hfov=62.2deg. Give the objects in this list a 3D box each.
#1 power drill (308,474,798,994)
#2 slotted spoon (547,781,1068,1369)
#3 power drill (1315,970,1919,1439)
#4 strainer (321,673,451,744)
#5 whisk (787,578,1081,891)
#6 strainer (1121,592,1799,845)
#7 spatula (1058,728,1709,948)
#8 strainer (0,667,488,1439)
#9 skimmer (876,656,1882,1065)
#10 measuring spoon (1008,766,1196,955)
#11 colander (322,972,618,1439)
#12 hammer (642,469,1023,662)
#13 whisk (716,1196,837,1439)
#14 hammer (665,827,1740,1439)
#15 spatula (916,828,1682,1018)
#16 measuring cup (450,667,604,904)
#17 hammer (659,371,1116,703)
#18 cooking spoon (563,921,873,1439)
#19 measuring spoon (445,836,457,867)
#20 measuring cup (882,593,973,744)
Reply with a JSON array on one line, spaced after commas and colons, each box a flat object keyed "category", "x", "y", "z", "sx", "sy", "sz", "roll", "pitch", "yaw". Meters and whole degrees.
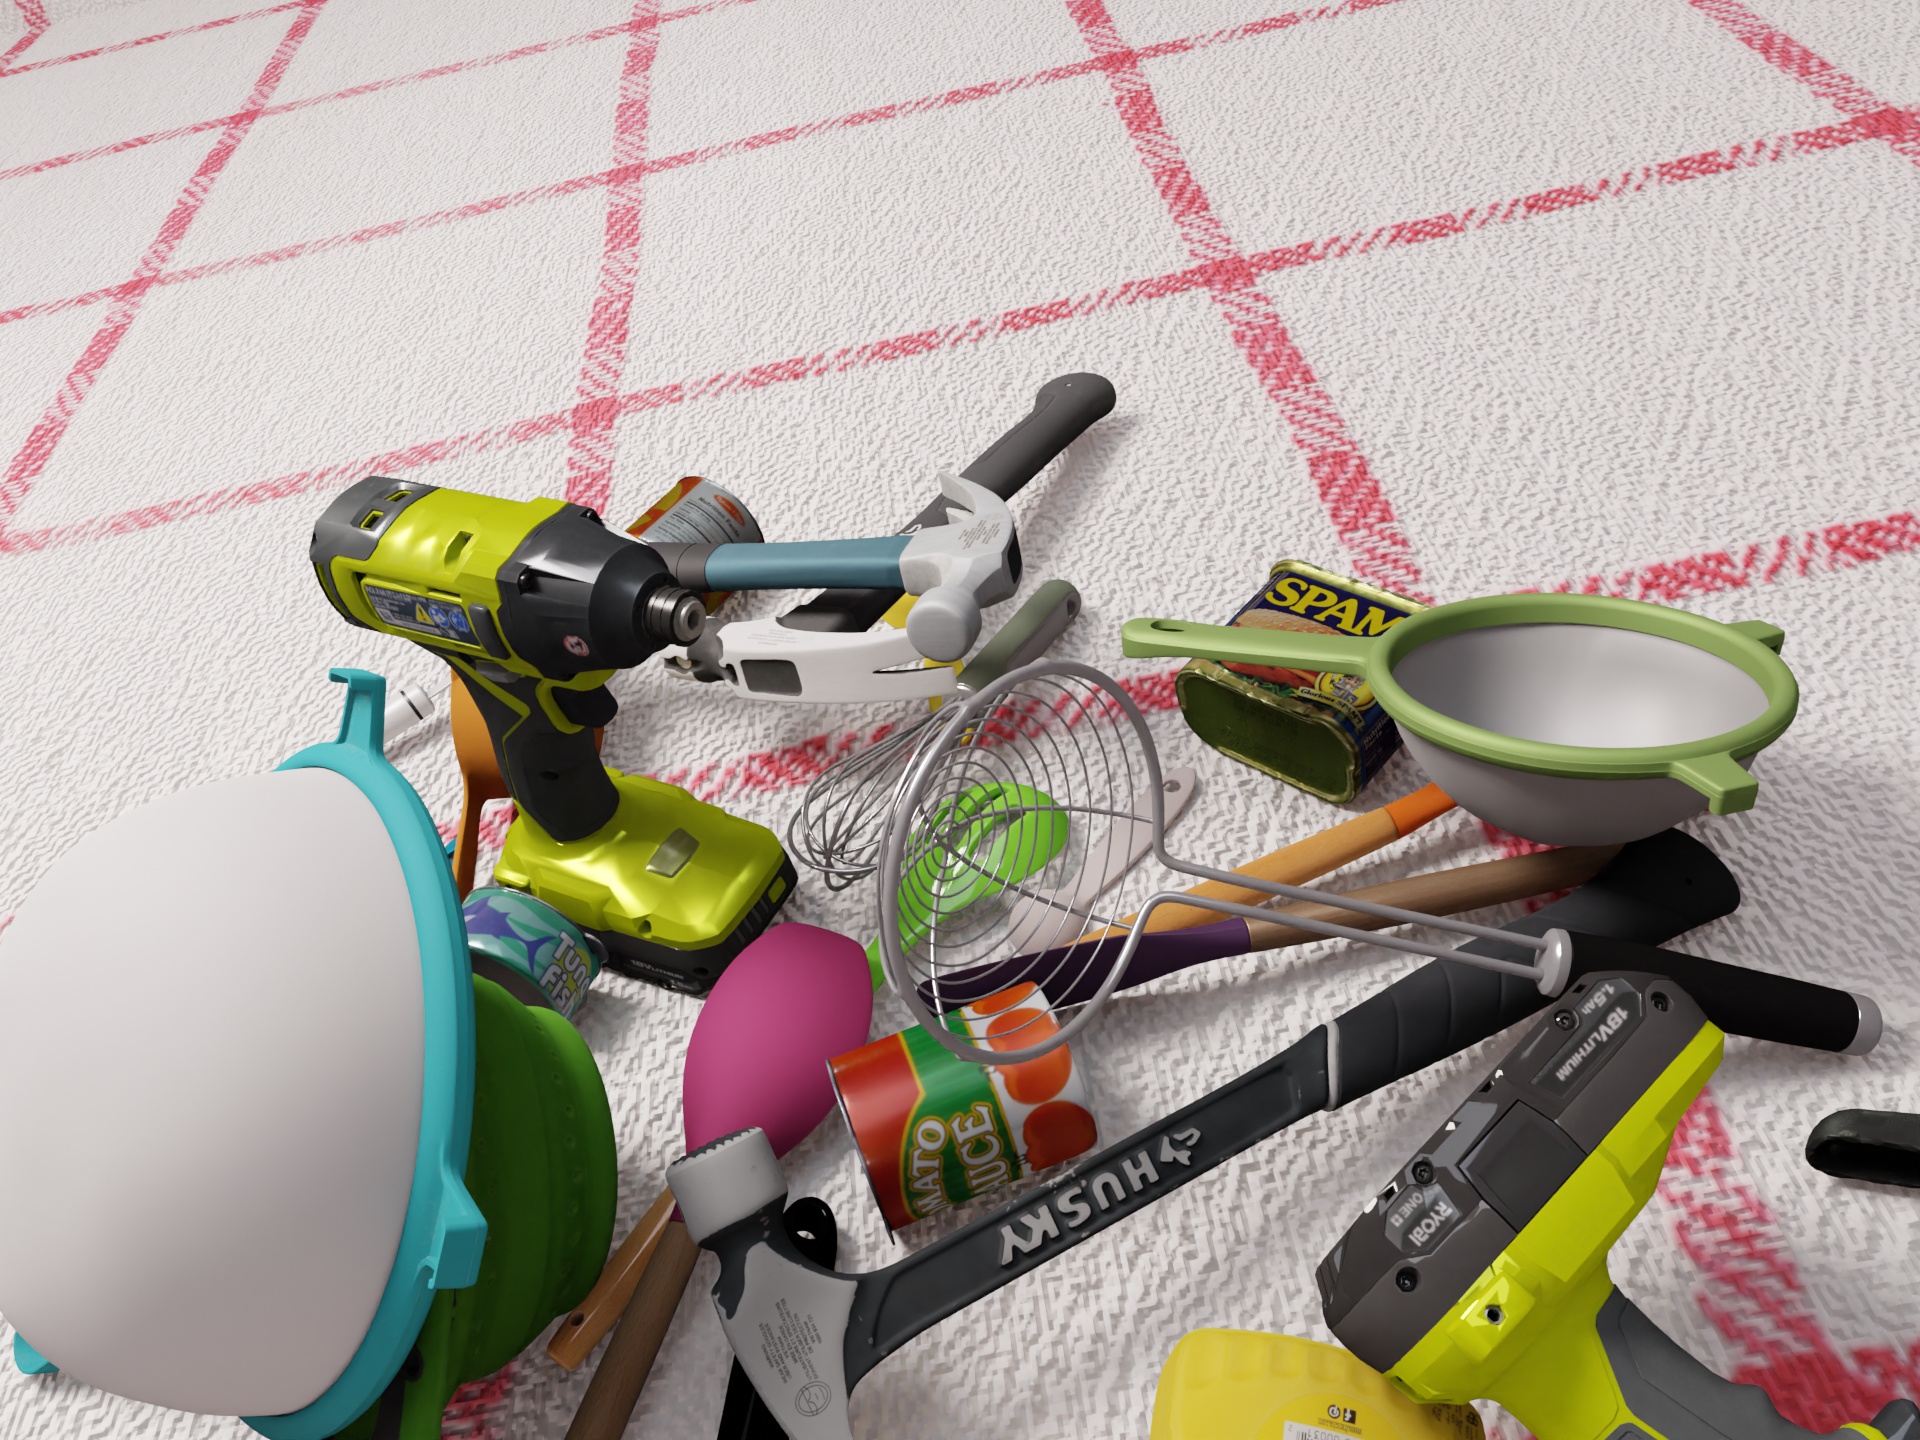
[{"category": "power drill", "x": -0.153, "y": 0.008, "z": 0.655, "sx": 0.171, "sy": 0.223, "sz": 0.080, "roll": 13, "pitch": 49, "yaw": 27}, {"category": "slotted spoon", "x": -0.055, "y": 0.127, "z": 0.647, "sx": 0.070, "sy": 0.031, "sz": 0.314, "roll": 14, "pitch": 50, "yaw": 37}, {"category": "power drill", "x": 0.231, "y": 0.178, "z": 0.422, "sx": 0.190, "sy": 0.080, "sz": 0.229, "roll": -41, "pitch": 67, "yaw": -14}, {"category": "strainer", "x": -0.284, "y": -0.014, "z": 0.856, "sx": 0.258, "sy": 0.050, "sz": 0.087, "roll": -36, "pitch": 26, "yaw": -15}, {"category": "whisk", "x": -0.001, "y": -0.002, "z": 0.743, "sx": 0.059, "sy": 0.057, "sz": 0.246, "roll": 14, "pitch": 39, "yaw": 25}, {"category": "strainer", "x": 0.184, "y": 0.001, "z": 0.629, "sx": 0.256, "sy": 0.069, "sz": 0.151, "roll": 8, "pitch": 28, "yaw": 27}, {"category": "spatula", "x": 0.159, "y": 0.059, "z": 0.666, "sx": 0.322, "sy": 0.041, "sz": 0.081, "roll": -23, "pitch": 43, "yaw": -4}, {"category": "strainer", "x": -0.275, "y": 0.142, "z": 0.502, "sx": 0.340, "sy": 0.095, "sz": 0.211, "roll": -41, "pitch": 56, "yaw": 32}, {"category": "skimmer", "x": 0.149, "y": 0.072, "z": 0.513, "sx": 0.363, "sy": 0.127, "sz": 0.090, "roll": 12, "pitch": -1, "yaw": -7}, {"category": "measuring spoon", "x": 0.065, "y": 0.056, "z": 0.696, "sx": 0.034, "sy": 0.018, "sz": 0.124, "roll": 24, "pitch": 55, "yaw": 35}, {"category": "colander", "x": -0.233, "y": 0.145, "z": 0.626, "sx": 0.094, "sy": 0.204, "sz": 0.397, "roll": 2, "pitch": 10, "yaw": -38}, {"category": "hammer", "x": -0.127, "y": -0.072, "z": 0.755, "sx": 0.331, "sy": 0.033, "sz": 0.128, "roll": 1, "pitch": 34, "yaw": 23}, {"category": "whisk", "x": -0.076, "y": 0.254, "z": 0.502, "sx": 0.055, "sy": 0.055, "sz": 0.239, "roll": -2, "pitch": 39, "yaw": 14}, {"category": "hammer", "x": 0.115, "y": 0.134, "z": 0.553, "sx": 0.409, "sy": 0.036, "sz": 0.149, "roll": -22, "pitch": 80, "yaw": -19}, {"category": "spatula", "x": 0.138, "y": 0.081, "z": 0.632, "sx": 0.316, "sy": 0.059, "sz": 0.018, "roll": -12, "pitch": 58, "yaw": -4}, {"category": "measuring cup", "x": -0.211, "y": 0.032, "z": 0.768, "sx": 0.052, "sy": 0.095, "sz": 0.174, "roll": -3, "pitch": 61, "yaw": 5}, {"category": "hammer", "x": 0.000, "y": -0.107, "z": 0.832, "sx": 0.146, "sy": 0.035, "sz": 0.335, "roll": 8, "pitch": 36, "yaw": 31}, {"category": "cooking spoon", "x": -0.107, "y": 0.204, "z": 0.562, "sx": 0.069, "sy": 0.017, "sz": 0.319, "roll": 14, "pitch": 54, "yaw": 13}, {"category": "measuring spoon", "x": -0.249, "y": 0.099, "z": 0.743, "sx": 0.042, "sy": 0.021, "sz": 0.129, "roll": -16, "pitch": 31, "yaw": 15}, {"category": "measuring cup", "x": -0.013, "y": -0.046, "z": 0.820, "sx": 0.062, "sy": 0.029, "sz": 0.157, "roll": -14, "pitch": 40, "yaw": 1}]
